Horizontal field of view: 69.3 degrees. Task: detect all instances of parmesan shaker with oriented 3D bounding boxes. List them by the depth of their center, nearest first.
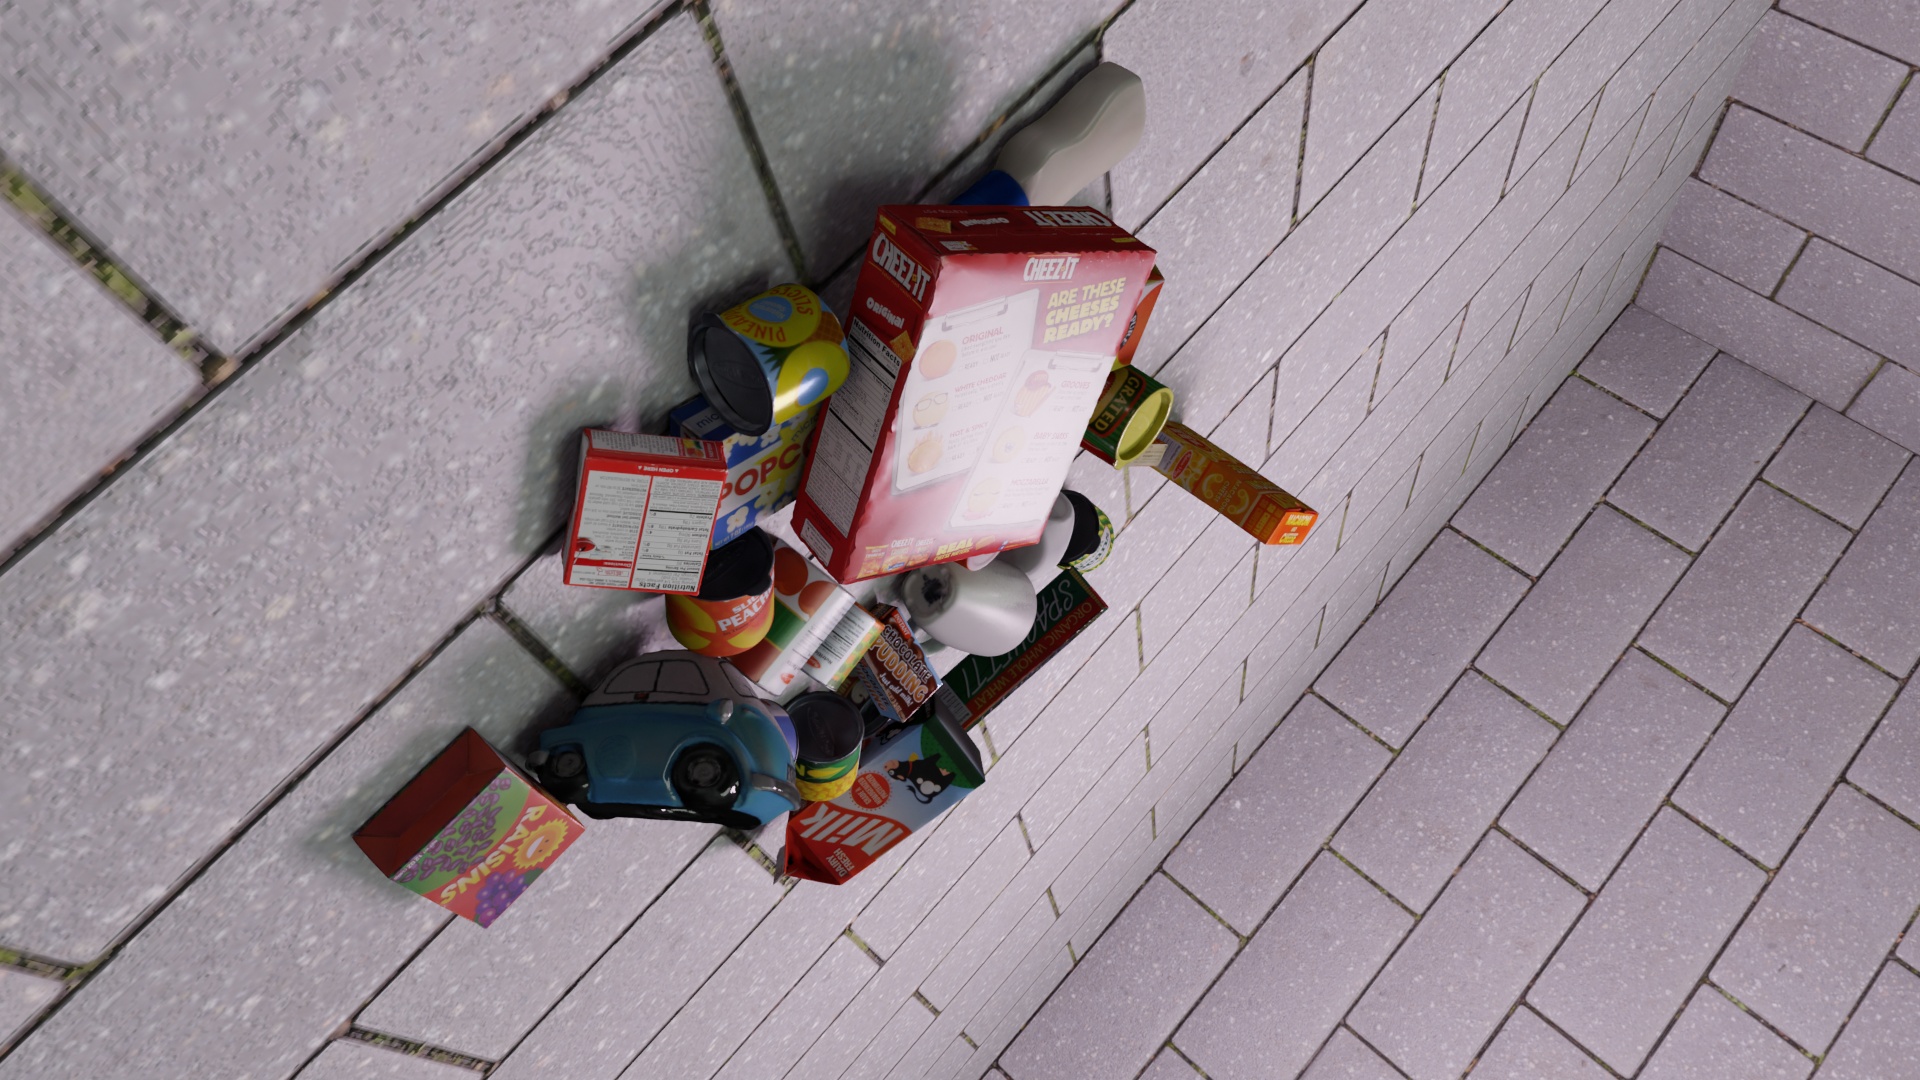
[{"bbox_3d":[0.097,-0.109,1.039,0.071,0.103,0.071,-41,154,-25],"label":"parmesan shaker"}]

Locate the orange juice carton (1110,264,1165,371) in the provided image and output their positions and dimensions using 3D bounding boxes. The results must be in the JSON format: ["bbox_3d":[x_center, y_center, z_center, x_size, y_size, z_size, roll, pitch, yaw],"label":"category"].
[{"bbox_3d":[0.075,-0.159,0.967,0.193,0.073,0.071,-25,143,-48],"label":"orange juice carton"}]

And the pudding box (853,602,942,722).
[{"bbox_3d":[-0.055,0.096,1.093,0.050,0.030,0.083,-42,121,-27],"label":"pudding box"}]

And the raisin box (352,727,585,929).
[{"bbox_3d":[-0.284,0.172,0.814,0.086,0.040,0.123,-46,155,-16],"label":"raisin box"}]

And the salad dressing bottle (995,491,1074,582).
[{"bbox_3d":[0.049,0.017,1.191,0.044,0.064,0.146,-16,147,-36],"label":"salad dressing bottle"}]

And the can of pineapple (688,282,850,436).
[{"bbox_3d":[-0.101,-0.098,0.737,0.058,0.071,0.070,-35,151,-35],"label":"can of pineapple"}]

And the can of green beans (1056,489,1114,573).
[{"bbox_3d":[0.099,-0.007,1.234,0.071,0.071,0.058,-54,157,3],"label":"can of green beans"}]

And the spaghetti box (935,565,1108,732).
[{"bbox_3d":[0.023,0.121,1.221,0.249,0.050,0.029,-42,168,10],"label":"spaghetti box"}]

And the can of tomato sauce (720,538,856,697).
[{"bbox_3d":[-0.121,0.049,0.912,0.083,0.071,0.071,-51,157,-4],"label":"can of tomato sauce"}]

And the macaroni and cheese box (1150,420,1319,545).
[{"bbox_3d":[0.247,-0.057,1.310,0.040,0.167,0.124,-60,156,15],"label":"macaroni and cheese box"}]

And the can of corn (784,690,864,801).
[{"bbox_3d":[-0.113,0.162,1.084,0.071,0.071,0.058,-35,152,-34],"label":"can of corn"}]

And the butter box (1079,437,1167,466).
[{"bbox_3d":[0.138,-0.086,1.211,0.104,0.053,0.024,-6,127,-60],"label":"butter box"}]

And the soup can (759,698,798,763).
[{"bbox_3d":[-0.162,0.145,0.963,0.071,0.071,0.084,-56,156,9],"label":"soup can"}]

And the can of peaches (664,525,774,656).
[{"bbox_3d":[-0.143,0.029,0.832,0.071,0.071,0.057,-37,153,-32],"label":"can of peaches"}]

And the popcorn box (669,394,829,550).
[{"bbox_3d":[-0.109,-0.061,0.809,0.127,0.038,0.084,-35,150,-35],"label":"popcorn box"}]

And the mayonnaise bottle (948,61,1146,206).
[{"bbox_3d":[0.055,-0.235,0.865,0.148,0.041,0.064,-42,153,-21],"label":"mayonnaise bottle"}]

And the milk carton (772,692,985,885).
[{"bbox_3d":[-0.077,0.215,1.150,0.190,0.073,0.072,-36,-170,4],"label":"milk carton"}]

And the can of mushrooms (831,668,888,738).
[{"bbox_3d":[-0.077,0.128,1.141,0.071,0.033,0.070,-41,155,-24],"label":"can of mushrooms"}]

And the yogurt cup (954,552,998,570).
[{"bbox_3d":[0.004,-0.013,1.066,0.073,0.054,0.072,-41,154,-26],"label":"yogurt cup"}]

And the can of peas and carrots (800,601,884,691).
[{"bbox_3d":[-0.096,0.063,0.977,0.059,0.071,0.071,-52,157,-2],"label":"can of peas and carrots"}]
